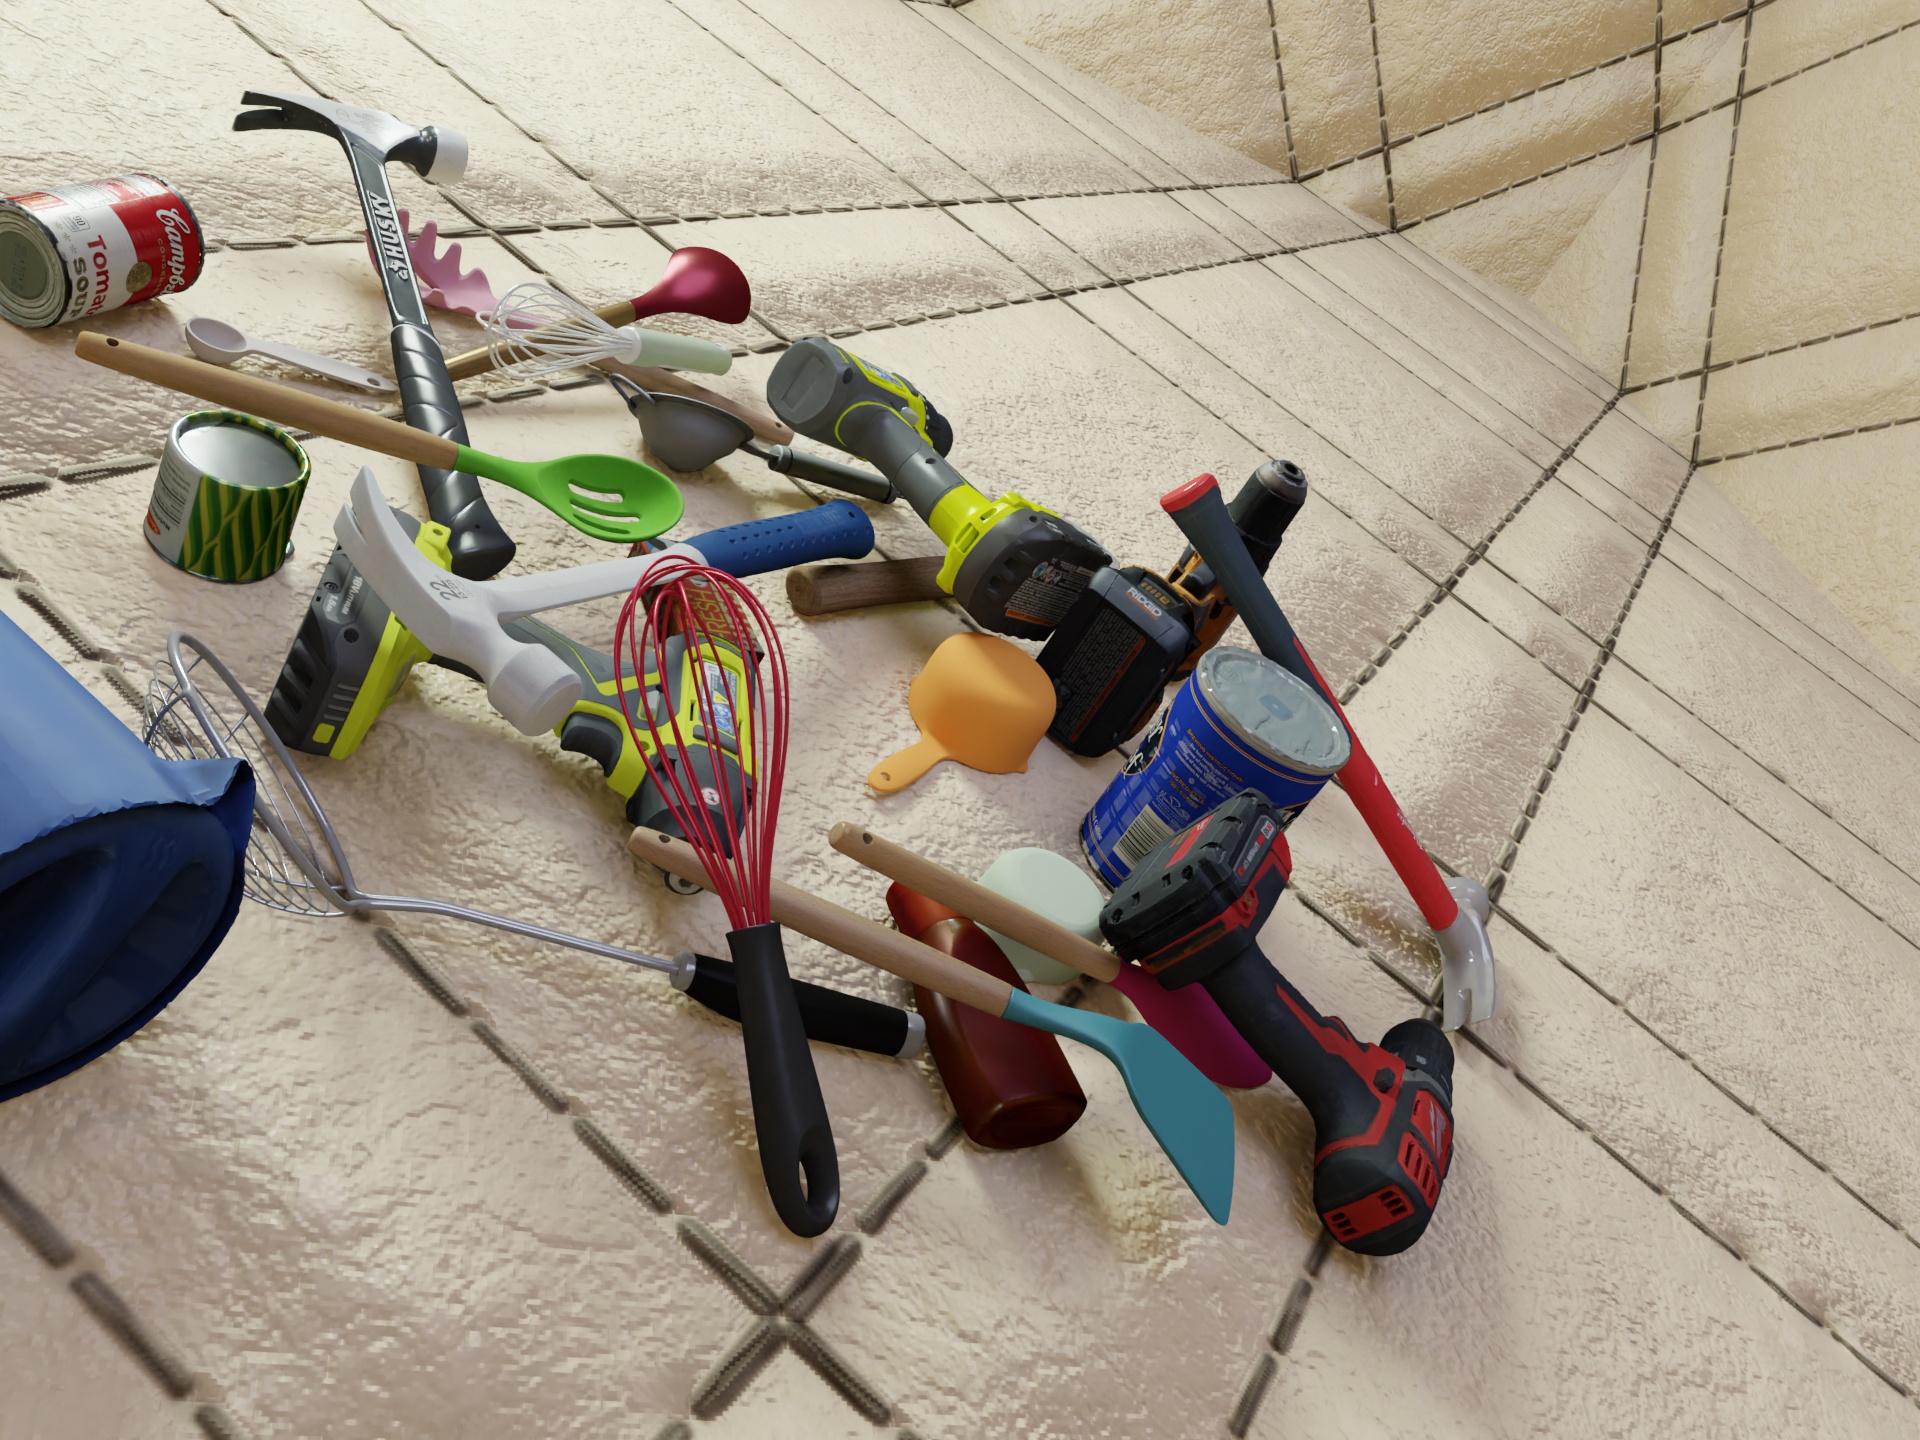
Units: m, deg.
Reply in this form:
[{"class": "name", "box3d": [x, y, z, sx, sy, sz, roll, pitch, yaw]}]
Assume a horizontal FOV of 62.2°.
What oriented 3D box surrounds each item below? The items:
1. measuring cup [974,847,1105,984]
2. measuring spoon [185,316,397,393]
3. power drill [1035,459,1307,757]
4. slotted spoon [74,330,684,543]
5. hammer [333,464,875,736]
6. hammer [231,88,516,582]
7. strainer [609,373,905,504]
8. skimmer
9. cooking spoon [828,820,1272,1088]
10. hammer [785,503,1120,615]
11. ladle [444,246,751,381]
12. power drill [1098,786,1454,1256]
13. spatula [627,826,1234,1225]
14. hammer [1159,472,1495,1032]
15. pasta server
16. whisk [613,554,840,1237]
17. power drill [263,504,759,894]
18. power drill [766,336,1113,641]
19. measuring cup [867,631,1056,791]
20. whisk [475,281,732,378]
[{"class": "measuring cup", "box3d": [0.085, 0.123, 0.879, 0.167, 0.038, 0.083, 25, 32, -10]}, {"class": "measuring spoon", "box3d": [-0.393, -0.207, 0.935, 0.124, 0.018, 0.034, 11, 35, -43]}, {"class": "power drill", "box3d": [0.150, -0.083, 1.089, 0.084, 0.185, 0.226, 41, 35, 12]}, {"class": "slotted spoon", "box3d": [-0.295, -0.149, 0.845, 0.313, 0.031, 0.070, 14, 45, -34]}, {"class": "hammer", "box3d": [-0.153, -0.087, 0.843, 0.144, 0.035, 0.405, 41, 23, 10]}, {"class": "hammer", "box3d": [-0.335, -0.242, 0.956, 0.149, 0.036, 0.409, 5, 50, -40]}, {"class": "strainer", "box3d": [-0.132, -0.182, 1.106, 0.258, 0.050, 0.087, 10, -6, -41]}, {"class": "skimmer", "box3d": [-0.165, 0.065, 0.684, 0.363, 0.090, 0.127, 21, 3, -24]}, {"class": "cooking spoon", "box3d": [0.060, 0.119, 0.817, 0.318, 0.017, 0.069, 30, 45, -31]}, {"class": "hammer", "box3d": [0.003, -0.105, 1.130, 0.331, 0.031, 0.130, -11, 53, -49]}, {"class": "ladle", "box3d": [-0.247, -0.274, 1.089, 0.069, 0.031, 0.315, 54, 43, -1]}, {"class": "power drill", "box3d": [0.190, 0.152, 0.864, 0.226, 0.080, 0.188, 54, 30, 0]}, {"class": "spatula", "box3d": [-0.007, 0.126, 0.724, 0.317, 0.044, 0.082, 25, 32, -3]}, {"class": "hammer", "box3d": [0.237, 0.017, 1.007, 0.386, 0.038, 0.143, 55, 28, -15]}, {"class": "pasta server", "box3d": [-0.258, -0.263, 1.107, 0.316, 0.040, 0.060, 21, 45, -21]}, {"class": "whisk", "box3d": [-0.091, 0.069, 0.675, 0.073, 0.073, 0.296, -4, 77, -45]}, {"class": "power drill", "box3d": [-0.204, -0.008, 0.767, 0.223, 0.080, 0.171, 23, 32, -22]}, {"class": "power drill", "box3d": [-0.008, -0.158, 1.074, 0.229, 0.080, 0.190, 47, 17, 21]}, {"class": "measuring cup", "box3d": [-0.002, -0.003, 0.962, 0.095, 0.052, 0.173, 39, 30, 10]}, {"class": "whisk", "box3d": [-0.224, -0.246, 1.043, 0.058, 0.059, 0.246, 22, 15, 22]}]
